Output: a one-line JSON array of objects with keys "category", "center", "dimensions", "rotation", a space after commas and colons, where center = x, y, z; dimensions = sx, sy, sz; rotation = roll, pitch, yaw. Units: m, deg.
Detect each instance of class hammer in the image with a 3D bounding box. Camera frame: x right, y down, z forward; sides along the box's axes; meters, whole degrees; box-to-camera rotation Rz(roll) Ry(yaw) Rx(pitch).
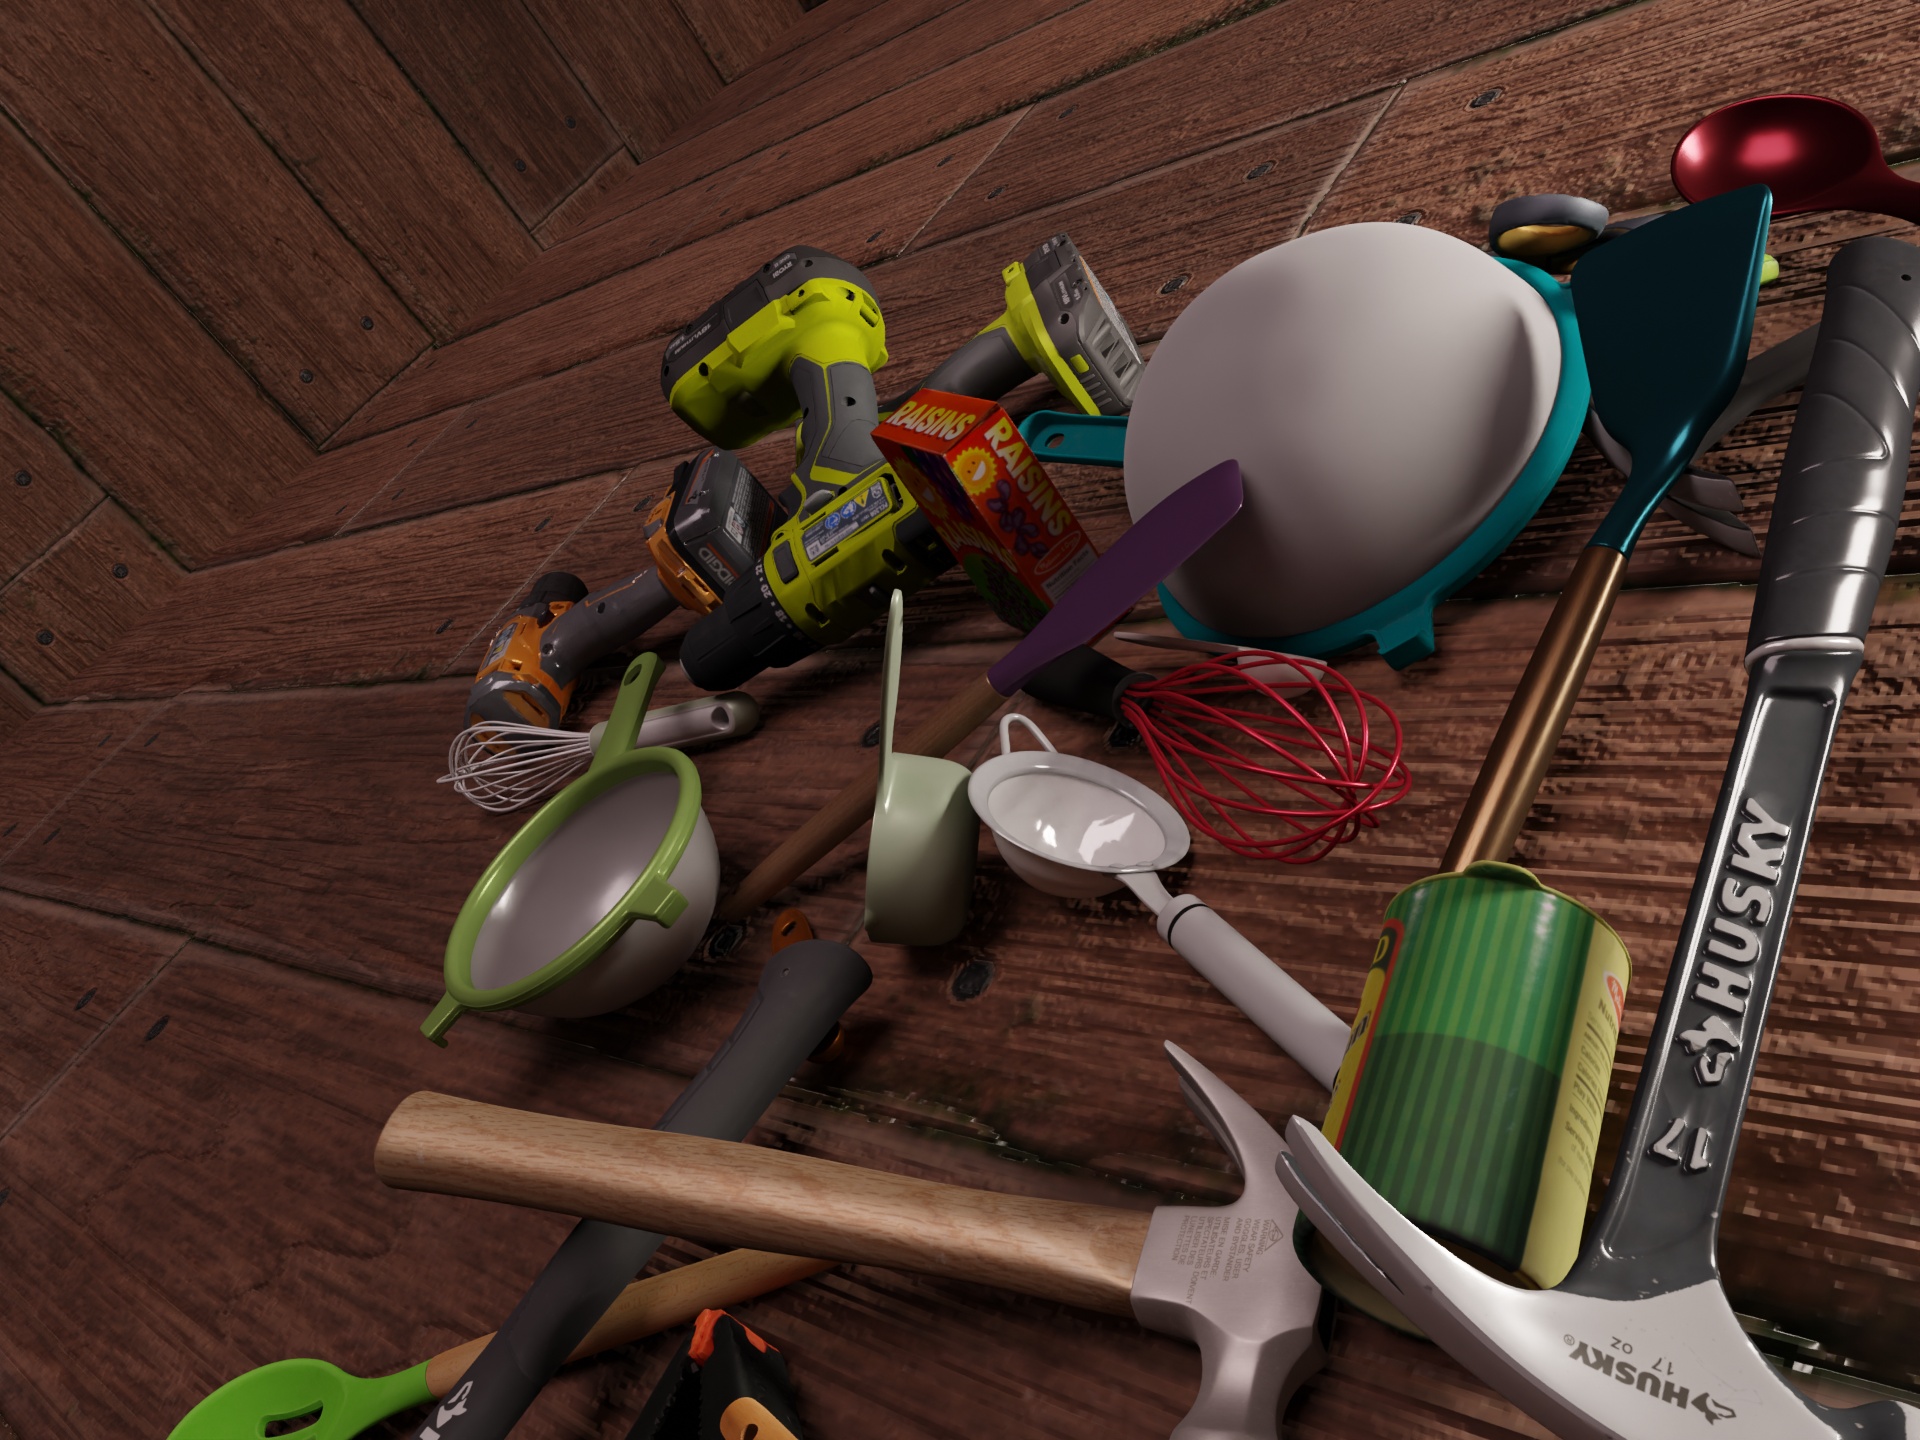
[{"category": "hammer", "center": [0.214, -0.003, 0.421], "dimensions": [0.149, 0.036, 0.409], "rotation": [21, 56, 17]}, {"category": "hammer", "center": [0.391, -0.175, 0.557], "dimensions": [0.337, 0.034, 0.127], "rotation": [-30, 29, 13]}, {"category": "hammer", "center": [-0.137, 0.205, 0.535], "dimensions": [0.146, 0.035, 0.335], "rotation": [0, 42, 49]}, {"category": "hammer", "center": [-0.049, 0.148, 0.494], "dimensions": [0.331, 0.031, 0.130], "rotation": [1, 41, 27]}]

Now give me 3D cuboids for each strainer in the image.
[{"category": "strainer", "center": [0.072, 0.068, 0.549], "dimensions": [0.086, 0.050, 0.259], "rotation": [0, 22, -27]}, {"category": "strainer", "center": [0.107, -0.145, 0.714], "dimensions": [0.341, 0.095, 0.211], "rotation": [18, 74, 55]}, {"category": "strainer", "center": [-0.163, 0.058, 0.788], "dimensions": [0.151, 0.069, 0.257], "rotation": [-29, 30, 20]}]

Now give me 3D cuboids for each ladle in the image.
[{"category": "ladle", "center": [0.348, -0.169, 0.532], "dimensions": [0.069, 0.031, 0.316], "rotation": [-35, 29, 6]}]

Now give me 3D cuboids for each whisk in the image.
[{"category": "whisk", "center": [-0.217, 0.015, 0.937], "dimensions": [0.246, 0.058, 0.059], "rotation": [-12, 7, 31]}, {"category": "whisk", "center": [0.077, -0.004, 0.620], "dimensions": [0.073, 0.073, 0.296], "rotation": [-41, 20, -7]}]

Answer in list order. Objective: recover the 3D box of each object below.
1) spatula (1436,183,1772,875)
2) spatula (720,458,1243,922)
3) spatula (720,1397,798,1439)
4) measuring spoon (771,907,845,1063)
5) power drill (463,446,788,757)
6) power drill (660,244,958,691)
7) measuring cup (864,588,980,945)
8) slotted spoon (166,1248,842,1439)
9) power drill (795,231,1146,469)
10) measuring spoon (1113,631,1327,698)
[{"category": "spatula", "center": [0.195, -0.039, 0.524], "dimensions": [0.082, 0.044, 0.318], "rotation": [-9, 47, 60]}, {"category": "spatula", "center": [-0.001, -0.002, 0.670], "dimensions": [0.316, 0.018, 0.060], "rotation": [-41, 23, 27]}, {"category": "spatula", "center": [0.038, 0.232, 0.320], "dimensions": [0.081, 0.041, 0.323], "rotation": [-48, 35, -18]}, {"category": "measuring spoon", "center": [-0.064, 0.110, 0.670], "dimensions": [0.021, 0.011, 0.117], "rotation": [-37, 25, 2]}, {"category": "power drill", "center": [-0.223, -0.087, 1.059], "dimensions": [0.226, 0.084, 0.186], "rotation": [-32, 28, 18]}, {"category": "power drill", "center": [-0.094, -0.138, 0.892], "dimensions": [0.190, 0.080, 0.229], "rotation": [-32, 55, 17]}, {"category": "measuring cup", "center": [-0.011, 0.019, 0.600], "dimensions": [0.038, 0.167, 0.083], "rotation": [7, 43, 4]}, {"category": "slotted spoon", "center": [-0.172, 0.237, 0.586], "dimensions": [0.314, 0.031, 0.070], "rotation": [-24, 31, 18]}, {"category": "power drill", "center": [-0.003, -0.182, 0.959], "dimensions": [0.223, 0.080, 0.171], "rotation": [-32, 34, 16]}, {"category": "measuring spoon", "center": [0.100, -0.024, 0.650], "dimensions": [0.124, 0.034, 0.018], "rotation": [16, 100, 59]}]
